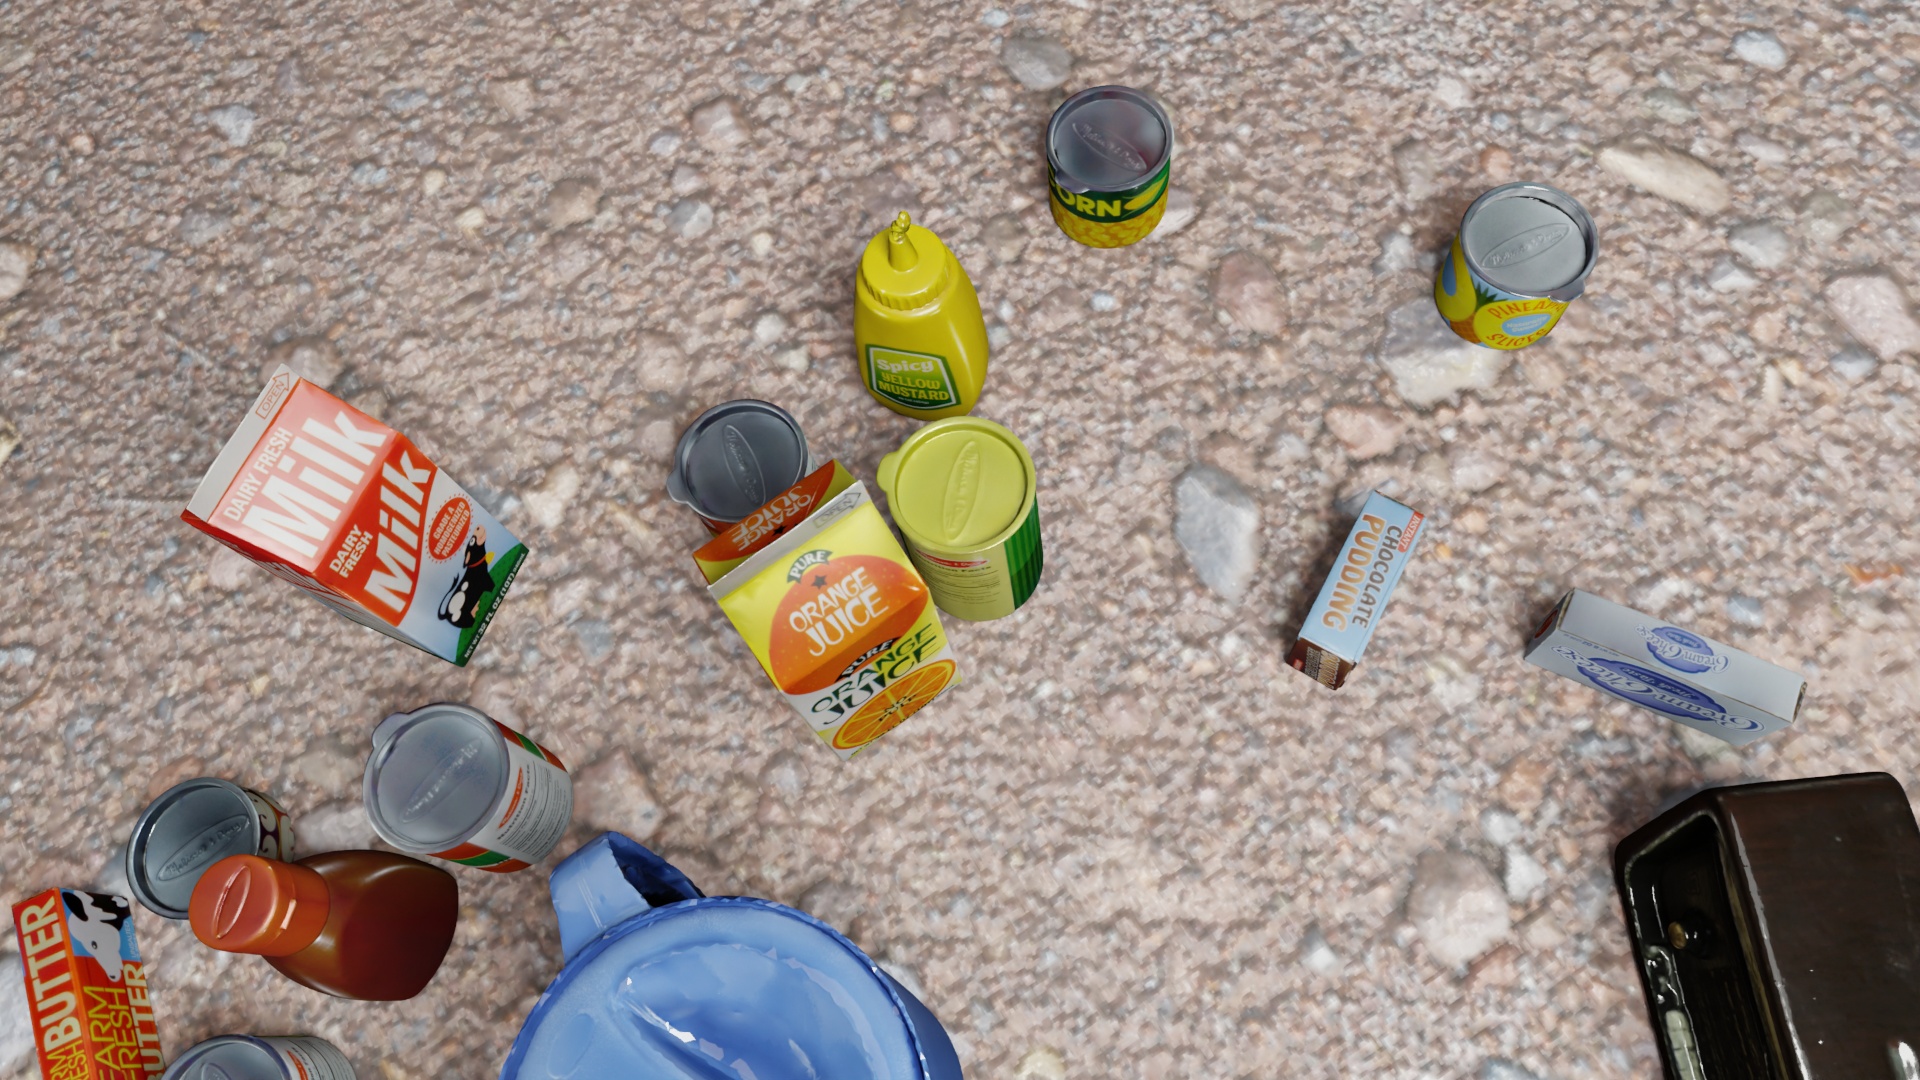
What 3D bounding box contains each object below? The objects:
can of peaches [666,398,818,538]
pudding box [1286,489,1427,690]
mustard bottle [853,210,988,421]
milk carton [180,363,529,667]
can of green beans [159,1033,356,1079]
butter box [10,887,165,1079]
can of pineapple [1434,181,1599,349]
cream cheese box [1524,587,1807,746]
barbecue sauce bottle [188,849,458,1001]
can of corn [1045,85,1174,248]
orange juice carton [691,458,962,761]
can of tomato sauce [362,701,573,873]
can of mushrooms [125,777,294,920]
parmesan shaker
[{"bbox_3d":[-0.106,-0.029,0.699,0.071,0.058,0.071,-2,70,5],"label":"can of peaches"},{"bbox_3d":[0.187,0.024,0.656,0.030,0.049,0.084,27,74,14],"label":"pudding box"},{"bbox_3d":[-0.023,-0.109,0.667,0.065,0.159,0.049,9,71,9],"label":"mustard bottle"},{"bbox_3d":[-0.279,-0.009,0.638,0.073,0.190,0.072,20,73,12],"label":"milk carton"},{"bbox_3d":[-0.311,0.253,0.613,0.071,0.057,0.071,-2,70,5],"label":"can of green beans"},{"bbox_3d":[-0.400,0.213,0.639,0.024,0.053,0.104,-25,69,-4],"label":"butter box"},{"bbox_3d":[0.280,-0.136,0.703,0.071,0.057,0.071,-2,70,5],"label":"can of pineapple"},{"bbox_3d":[0.316,0.058,0.629,0.104,0.053,0.024,23,74,13],"label":"cream cheese box"},{"bbox_3d":[-0.268,0.162,0.595,0.044,0.148,0.065,11,72,10],"label":"barbecue sauce bottle"},{"bbox_3d":[0.078,-0.197,0.745,0.071,0.058,0.071,-2,70,5],"label":"can of corn"},{"bbox_3d":[-0.056,0.030,0.601,0.072,0.192,0.073,-34,70,-7],"label":"orange juice carton"},{"bbox_3d":[-0.227,0.116,0.643,0.071,0.083,0.071,-2,70,5],"label":"can of tomato sauce"},{"bbox_3d":[-0.359,0.152,0.669,0.071,0.033,0.071,-2,69,5],"label":"can of mushrooms"},{"bbox_3d":[0.002,-0.008,0.657,0.071,0.102,0.071,-2,70,5],"label":"parmesan shaker"}]
